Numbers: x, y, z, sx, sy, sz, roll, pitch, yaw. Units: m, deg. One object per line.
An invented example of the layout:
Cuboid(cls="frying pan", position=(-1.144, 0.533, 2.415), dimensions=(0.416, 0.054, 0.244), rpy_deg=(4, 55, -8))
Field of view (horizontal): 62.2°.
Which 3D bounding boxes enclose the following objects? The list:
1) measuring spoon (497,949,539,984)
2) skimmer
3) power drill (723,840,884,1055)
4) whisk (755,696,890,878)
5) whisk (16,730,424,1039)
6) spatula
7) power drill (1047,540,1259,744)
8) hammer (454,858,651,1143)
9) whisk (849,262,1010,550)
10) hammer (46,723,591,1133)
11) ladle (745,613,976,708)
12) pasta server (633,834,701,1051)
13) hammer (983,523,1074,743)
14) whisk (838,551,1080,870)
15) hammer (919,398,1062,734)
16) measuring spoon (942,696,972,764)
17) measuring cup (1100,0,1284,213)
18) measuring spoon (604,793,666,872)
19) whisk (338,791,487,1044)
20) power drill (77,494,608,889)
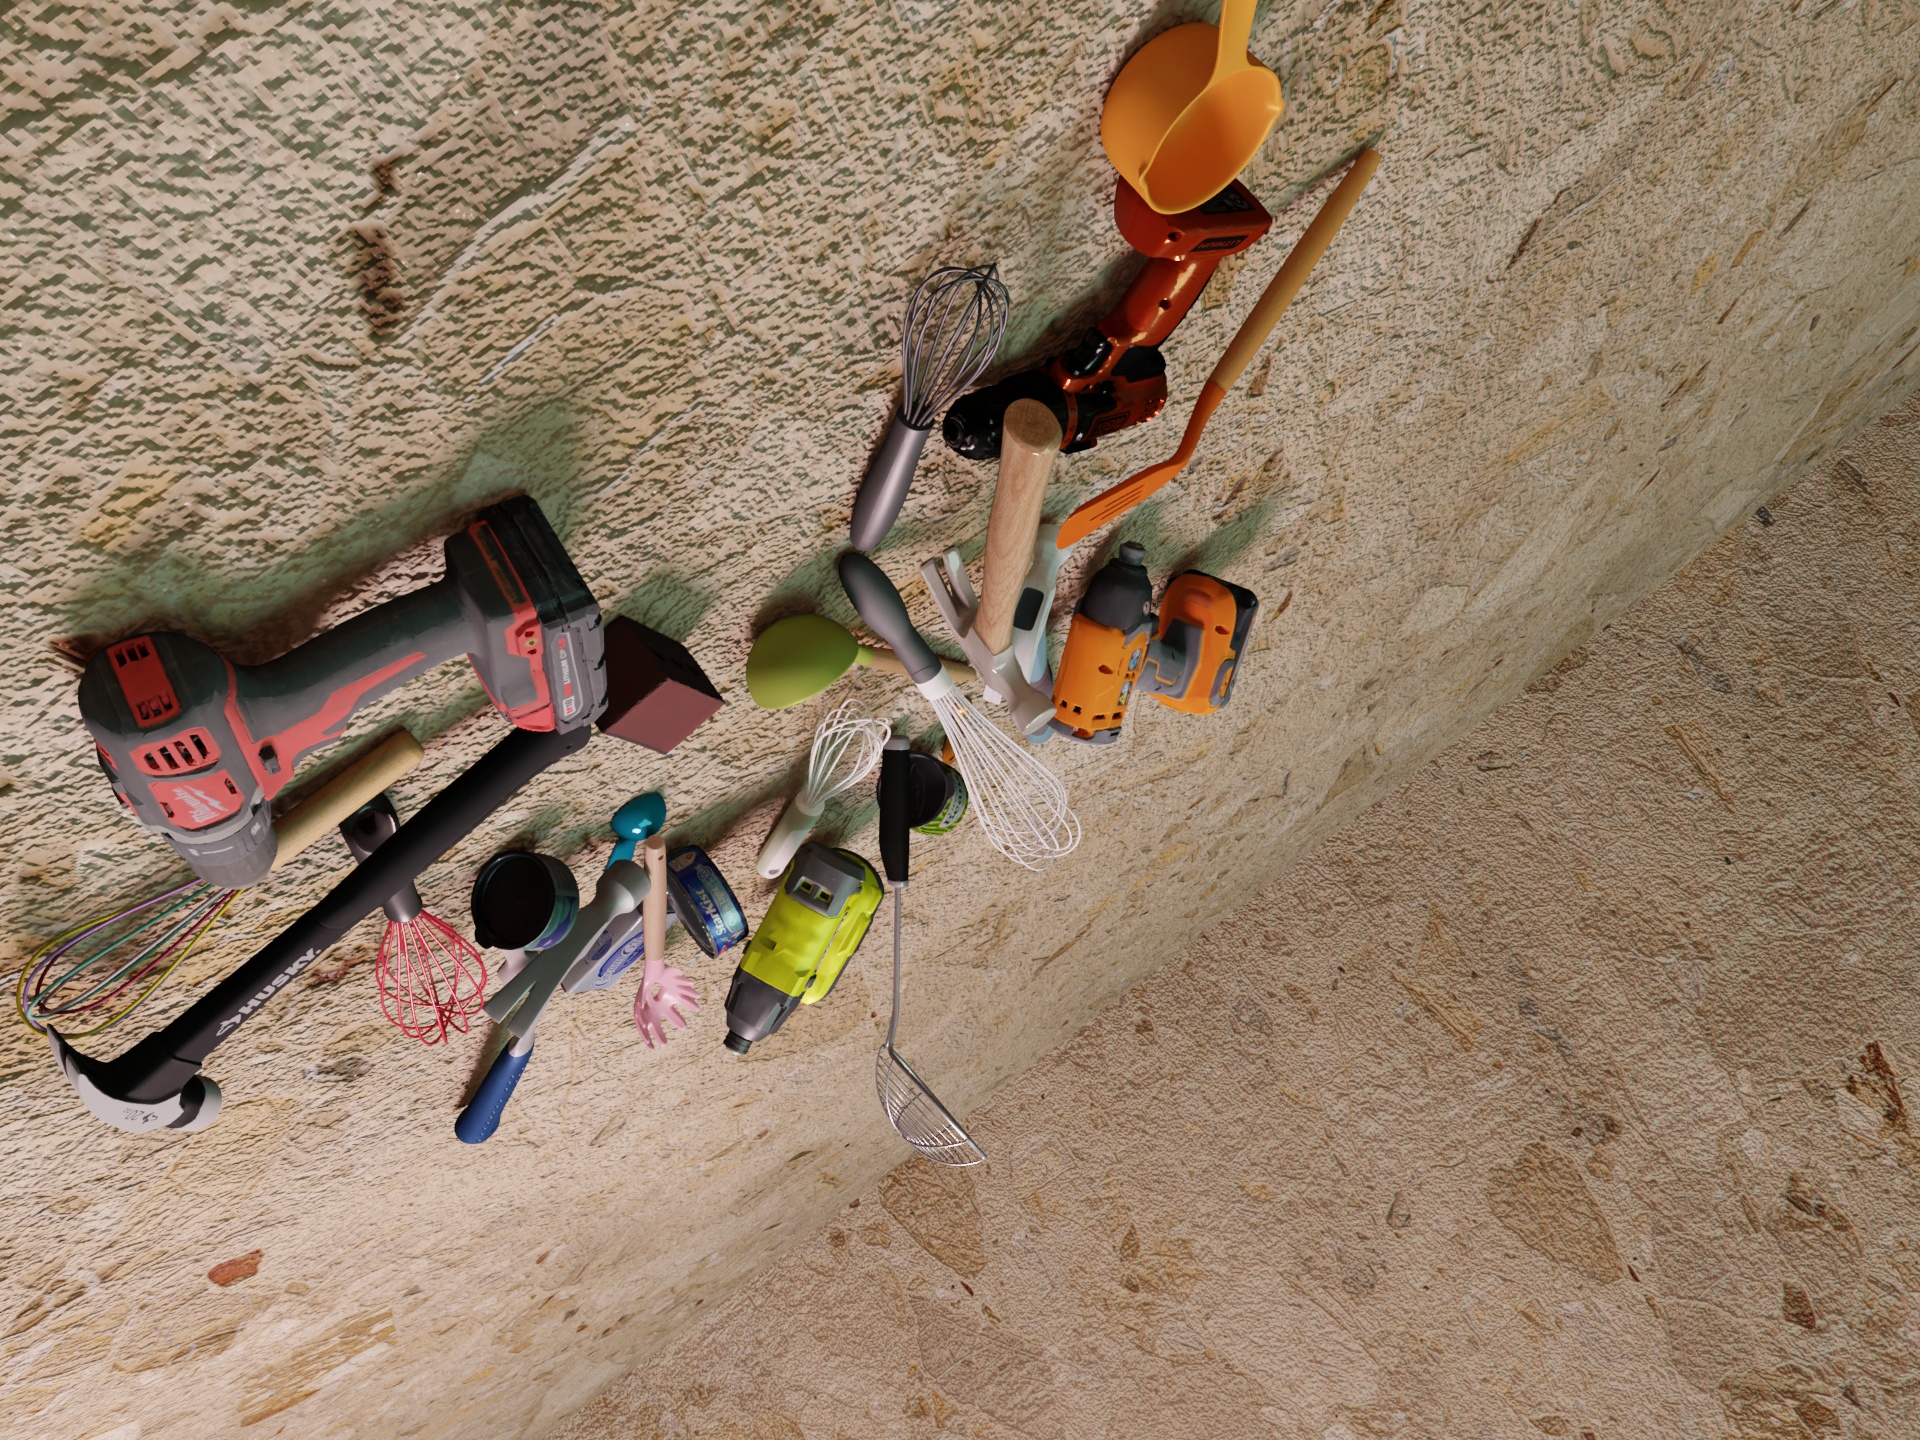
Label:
Cuboid(cls="measuring spoon", position=(-0.329, 0.171, 1.177), dimensions=(0.034, 0.018, 0.124), rpy_deg=(-29, 159, -22))
Cuboid(cls="skimmer", position=(-0.024, 0.192, 1.327), dimensions=(0.090, 0.363, 0.127), rpy_deg=(-2, -174, -16))
Cuboid(cls="power drill", position=(-0.131, 0.181, 1.306), dimensions=(0.171, 0.080, 0.223), rpy_deg=(-62, 177, -1))
Cuboid(cls="whisk", position=(-0.116, 0.062, 1.257), dimensions=(0.057, 0.059, 0.246), rpy_deg=(-8, 151, -32))
Cuboid(cls="whisk", position=(-0.396, 0.083, 0.852), dimensions=(0.245, 0.047, 0.051), rpy_deg=(-38, 159, -11))
Cuboid(cls="spatula", position=(0.167, -0.234, 1.002), dimensions=(0.322, 0.041, 0.081), rpy_deg=(-56, 175, -6))
Cuboid(cls="power drill", position=(0.165, -0.073, 1.337), dimensions=(0.226, 0.084, 0.164), rpy_deg=(-11, 121, -54))
Cuboid(cls="hammer", position=(-0.343, 0.250, 1.233), dimensions=(0.144, 0.035, 0.405), rpy_deg=(-52, 180, -42))
Cuboid(cls="whisk", position=(-0.026, -0.170, 0.906), dimensions=(0.055, 0.055, 0.238), rpy_deg=(-25, 160, -31))
Cuboid(cls="hammer", position=(-0.340, 0.099, 0.880), dimensions=(0.335, 0.035, 0.146), rpy_deg=(-42, 161, -9))
Cuboid(cls="ladle", position=(-0.054, -0.033, 1.144), dimensions=(0.078, 0.062, 0.320), rpy_deg=(-17, 171, 22))
Cuboid(cls="pasta server", position=(-0.234, 0.175, 1.244), dimensions=(0.060, 0.040, 0.316), rpy_deg=(-40, 162, -30))
Cuboid(cls="hammer", position=(0.062, -0.041, 1.296), dimensions=(0.330, 0.033, 0.128), rpy_deg=(74, 35, -74))
Cuboid(cls="whisk", position=(-0.001, -0.004, 1.085), dimensions=(0.070, 0.070, 0.284), rpy_deg=(-36, 119, -3))
Cuboid(cls="hammer", position=(0.027, -0.101, 0.990), dimensions=(0.031, 0.130, 0.331), rpy_deg=(-33, 165, -14))
Cuboid(cls="measuring spoon", position=(-0.002, 0.013, 1.388), dimensions=(0.021, 0.011, 0.116), rpy_deg=(-30, 158, -20))
Cuboid(cls="measuring cup", position=(0.115, -0.332, 0.782), dimensions=(0.095, 0.052, 0.173), rpy_deg=(-31, 157, -16))
Cuboid(cls="measuring spoon", position=(-0.240, 0.099, 1.162), dimensions=(0.042, 0.021, 0.128), rpy_deg=(-21, 153, -37))
Cuboid(cls="whisk", position=(-0.348, 0.127, 1.003), dimensions=(0.073, 0.073, 0.295), rpy_deg=(-28, 152, -24))
Cuboid(cls="power drill", position=(-0.294, -0.003, 0.783), dimensions=(0.226, 0.080, 0.187), rpy_deg=(-25, 157, -23))
